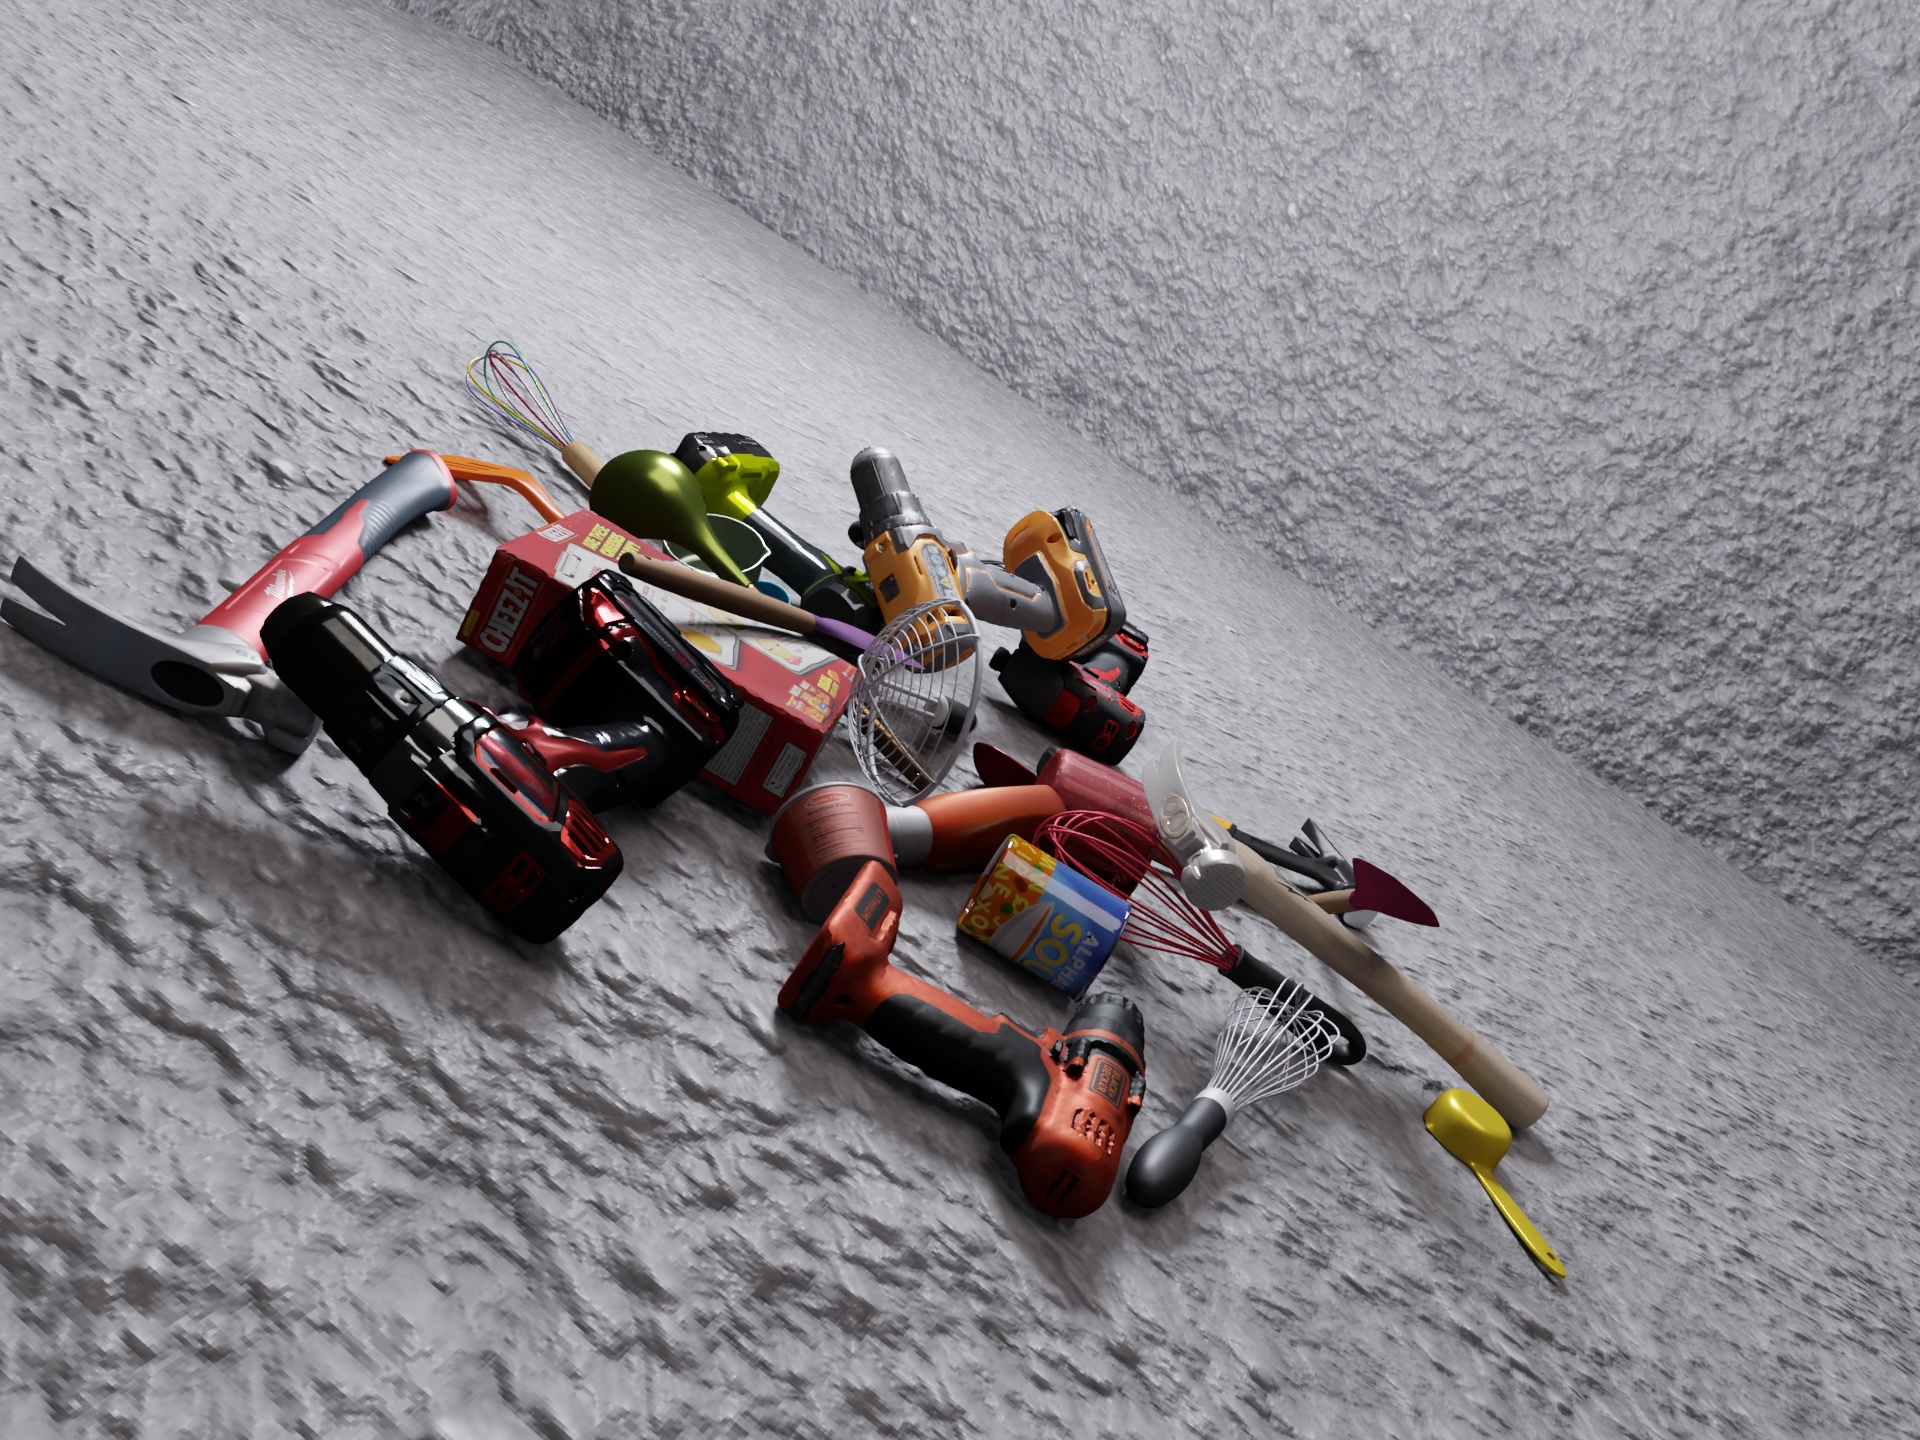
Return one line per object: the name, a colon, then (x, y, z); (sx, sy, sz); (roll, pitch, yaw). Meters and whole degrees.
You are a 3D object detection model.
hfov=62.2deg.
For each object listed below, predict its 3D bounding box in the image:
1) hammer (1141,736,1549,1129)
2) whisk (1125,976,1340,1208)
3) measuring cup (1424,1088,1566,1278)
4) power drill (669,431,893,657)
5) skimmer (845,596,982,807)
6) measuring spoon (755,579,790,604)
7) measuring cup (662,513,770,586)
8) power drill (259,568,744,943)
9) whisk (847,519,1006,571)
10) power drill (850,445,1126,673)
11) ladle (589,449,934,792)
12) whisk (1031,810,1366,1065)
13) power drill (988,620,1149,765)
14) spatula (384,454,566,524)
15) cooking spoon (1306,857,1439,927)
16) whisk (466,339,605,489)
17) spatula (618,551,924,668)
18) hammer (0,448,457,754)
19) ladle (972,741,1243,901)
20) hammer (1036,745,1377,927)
hammer: (0.273, 0.163, 1.087); (0.410, 0.038, 0.146); (38, 20, -27)
whisk: (0.154, 0.209, 0.900); (0.070, 0.070, 0.284); (38, 24, 17)
measuring cup: (0.356, 0.296, 1.034); (0.062, 0.029, 0.157); (24, 18, -23)
power drill: (-0.134, -0.140, 1.309); (0.223, 0.080, 0.171); (40, 20, 11)
skimmer: (-0.002, -0.003, 1.063); (0.090, 0.127, 0.363); (15, -1, 11)
measuring spoon: (-0.129, -0.056, 1.192); (0.042, 0.021, 0.129); (-16, 55, -31)
measuring cup: (-0.184, -0.088, 1.158); (0.083, 0.038, 0.168); (8, 42, -10)
power drill: (-0.216, -0.006, 0.778); (0.188, 0.080, 0.227); (45, 21, -4)
whisk: (-0.013, -0.129, 1.352); (0.238, 0.055, 0.055); (17, 23, -49)
power drill: (0.014, -0.131, 1.285); (0.226, 0.084, 0.185); (-4, 67, -43)
ladle: (-0.135, -0.066, 1.110); (0.320, 0.062, 0.078); (47, 60, 0)
whisk: (0.161, 0.146, 1.034); (0.295, 0.073, 0.073); (37, 16, -20)
power drill: (0.100, -0.045, 1.441); (0.143, 0.078, 0.220); (31, 21, -3)
spatula: (-0.253, -0.106, 1.097); (0.323, 0.041, 0.081); (38, 20, 10)
cooking spoon: (0.285, 0.132, 1.160); (0.069, 0.017, 0.319); (41, -6, 5)
whisk: (-0.323, -0.232, 1.291); (0.245, 0.051, 0.047); (44, 16, 25)
spatula: (-0.113, -0.067, 1.008); (0.060, 0.018, 0.315); (32, 8, 26)
hammer: (-0.366, -0.098, 0.880); (0.143, 0.038, 0.387); (26, 19, -13)
ladle: (0.136, 0.092, 1.212); (0.315, 0.031, 0.069); (26, -7, -26)
hammer: (0.201, 0.084, 1.327); (0.336, 0.034, 0.127); (22, 22, -29)
